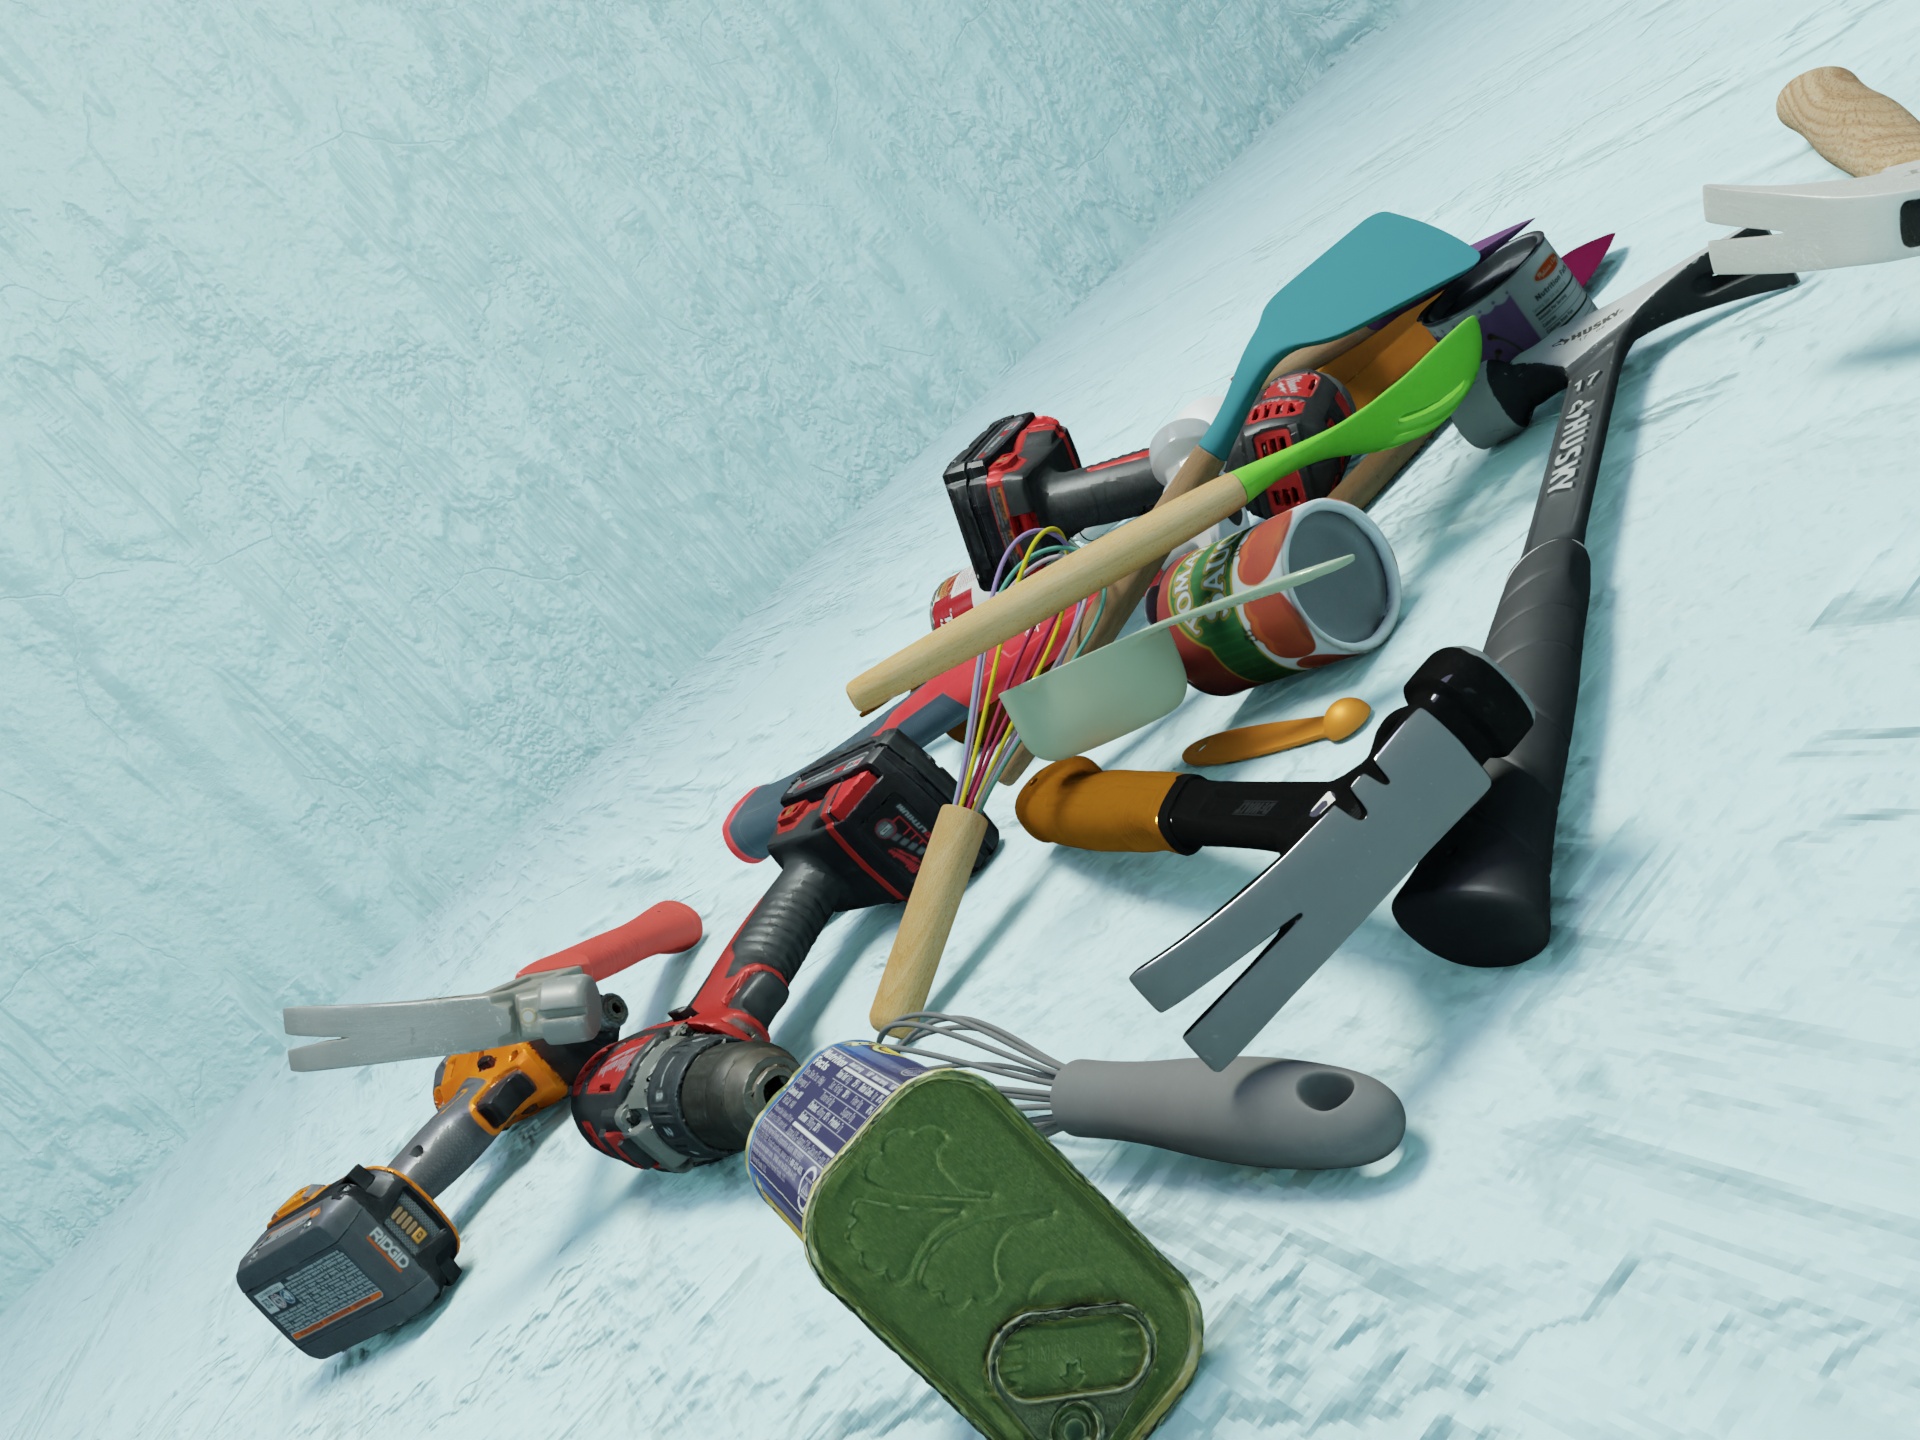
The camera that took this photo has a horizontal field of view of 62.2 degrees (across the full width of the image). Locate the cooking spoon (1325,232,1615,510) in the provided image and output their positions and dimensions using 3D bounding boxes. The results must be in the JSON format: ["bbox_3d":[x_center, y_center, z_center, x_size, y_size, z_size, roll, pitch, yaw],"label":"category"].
[{"bbox_3d":[0.230,-0.147,0.809,0.319,0.017,0.069,-46,8,-15],"label":"cooking spoon"}]

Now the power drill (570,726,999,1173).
[{"bbox_3d":[-0.077,0.111,0.741,0.227,0.080,0.188,-53,16,-30],"label":"power drill"}]

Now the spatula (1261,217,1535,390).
[{"bbox_3d":[0.210,-0.208,0.841,0.060,0.018,0.316,-31,5,-9],"label":"spatula"}]

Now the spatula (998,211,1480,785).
[{"bbox_3d":[0.110,-0.096,0.732,0.317,0.044,0.082,-57,34,16],"label":"spatula"}]

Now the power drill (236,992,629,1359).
[{"bbox_3d":[-0.288,0.243,0.918,0.164,0.084,0.226,-33,12,33],"label":"power drill"}]

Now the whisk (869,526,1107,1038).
[{"bbox_3d":[0.012,0.023,0.704,0.047,0.051,0.245,107,-177,-72],"label":"whisk"}]

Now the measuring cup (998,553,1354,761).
[{"bbox_3d":[0.089,-0.023,0.631,0.167,0.038,0.083,-21,2,41],"label":"measuring cup"}]

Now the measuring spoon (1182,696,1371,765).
[{"bbox_3d":[0.122,0.004,0.642,0.021,0.011,0.117,-47,14,-24],"label":"measuring spoon"}]

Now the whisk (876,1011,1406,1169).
[{"bbox_3d":[0.034,0.113,0.470,0.239,0.055,0.055,-15,29,54],"label":"whisk"}]

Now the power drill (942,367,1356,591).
[{"bbox_3d":[0.114,-0.145,0.902,0.220,0.078,0.143,-9,23,25],"label":"power drill"}]

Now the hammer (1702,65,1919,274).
[{"bbox_3d":[0.352,-0.224,0.617,0.130,0.031,0.331,-8,22,24],"label":"hammer"}]

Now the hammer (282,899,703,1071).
[{"bbox_3d":[-0.228,0.142,0.908,0.149,0.037,0.359,-7,-1,6],"label":"hammer"}]

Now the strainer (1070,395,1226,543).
[{"bbox_3d":[0.137,-0.170,1.099,0.087,0.050,0.258,-14,-8,-28],"label":"strainer"}]

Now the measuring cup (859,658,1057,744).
[{"bbox_3d":[-0.004,-0.014,0.994,0.173,0.052,0.095,-28,19,53],"label":"measuring cup"}]

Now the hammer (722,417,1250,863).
[{"bbox_3d":[-0.001,-0.003,0.862,0.386,0.038,0.143,-35,43,34],"label":"hammer"}]

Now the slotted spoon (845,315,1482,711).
[{"bbox_3d":[0.092,-0.082,0.654,0.314,0.031,0.070,-29,-13,-11],"label":"slotted spoon"}]

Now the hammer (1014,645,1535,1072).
[{"bbox_3d":[0.068,0.039,0.562,0.127,0.034,0.337,-45,6,-9],"label":"hammer"}]

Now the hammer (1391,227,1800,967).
[{"bbox_3d":[0.211,-0.061,0.551,0.149,0.036,0.409,-30,18,40],"label":"hammer"}]
